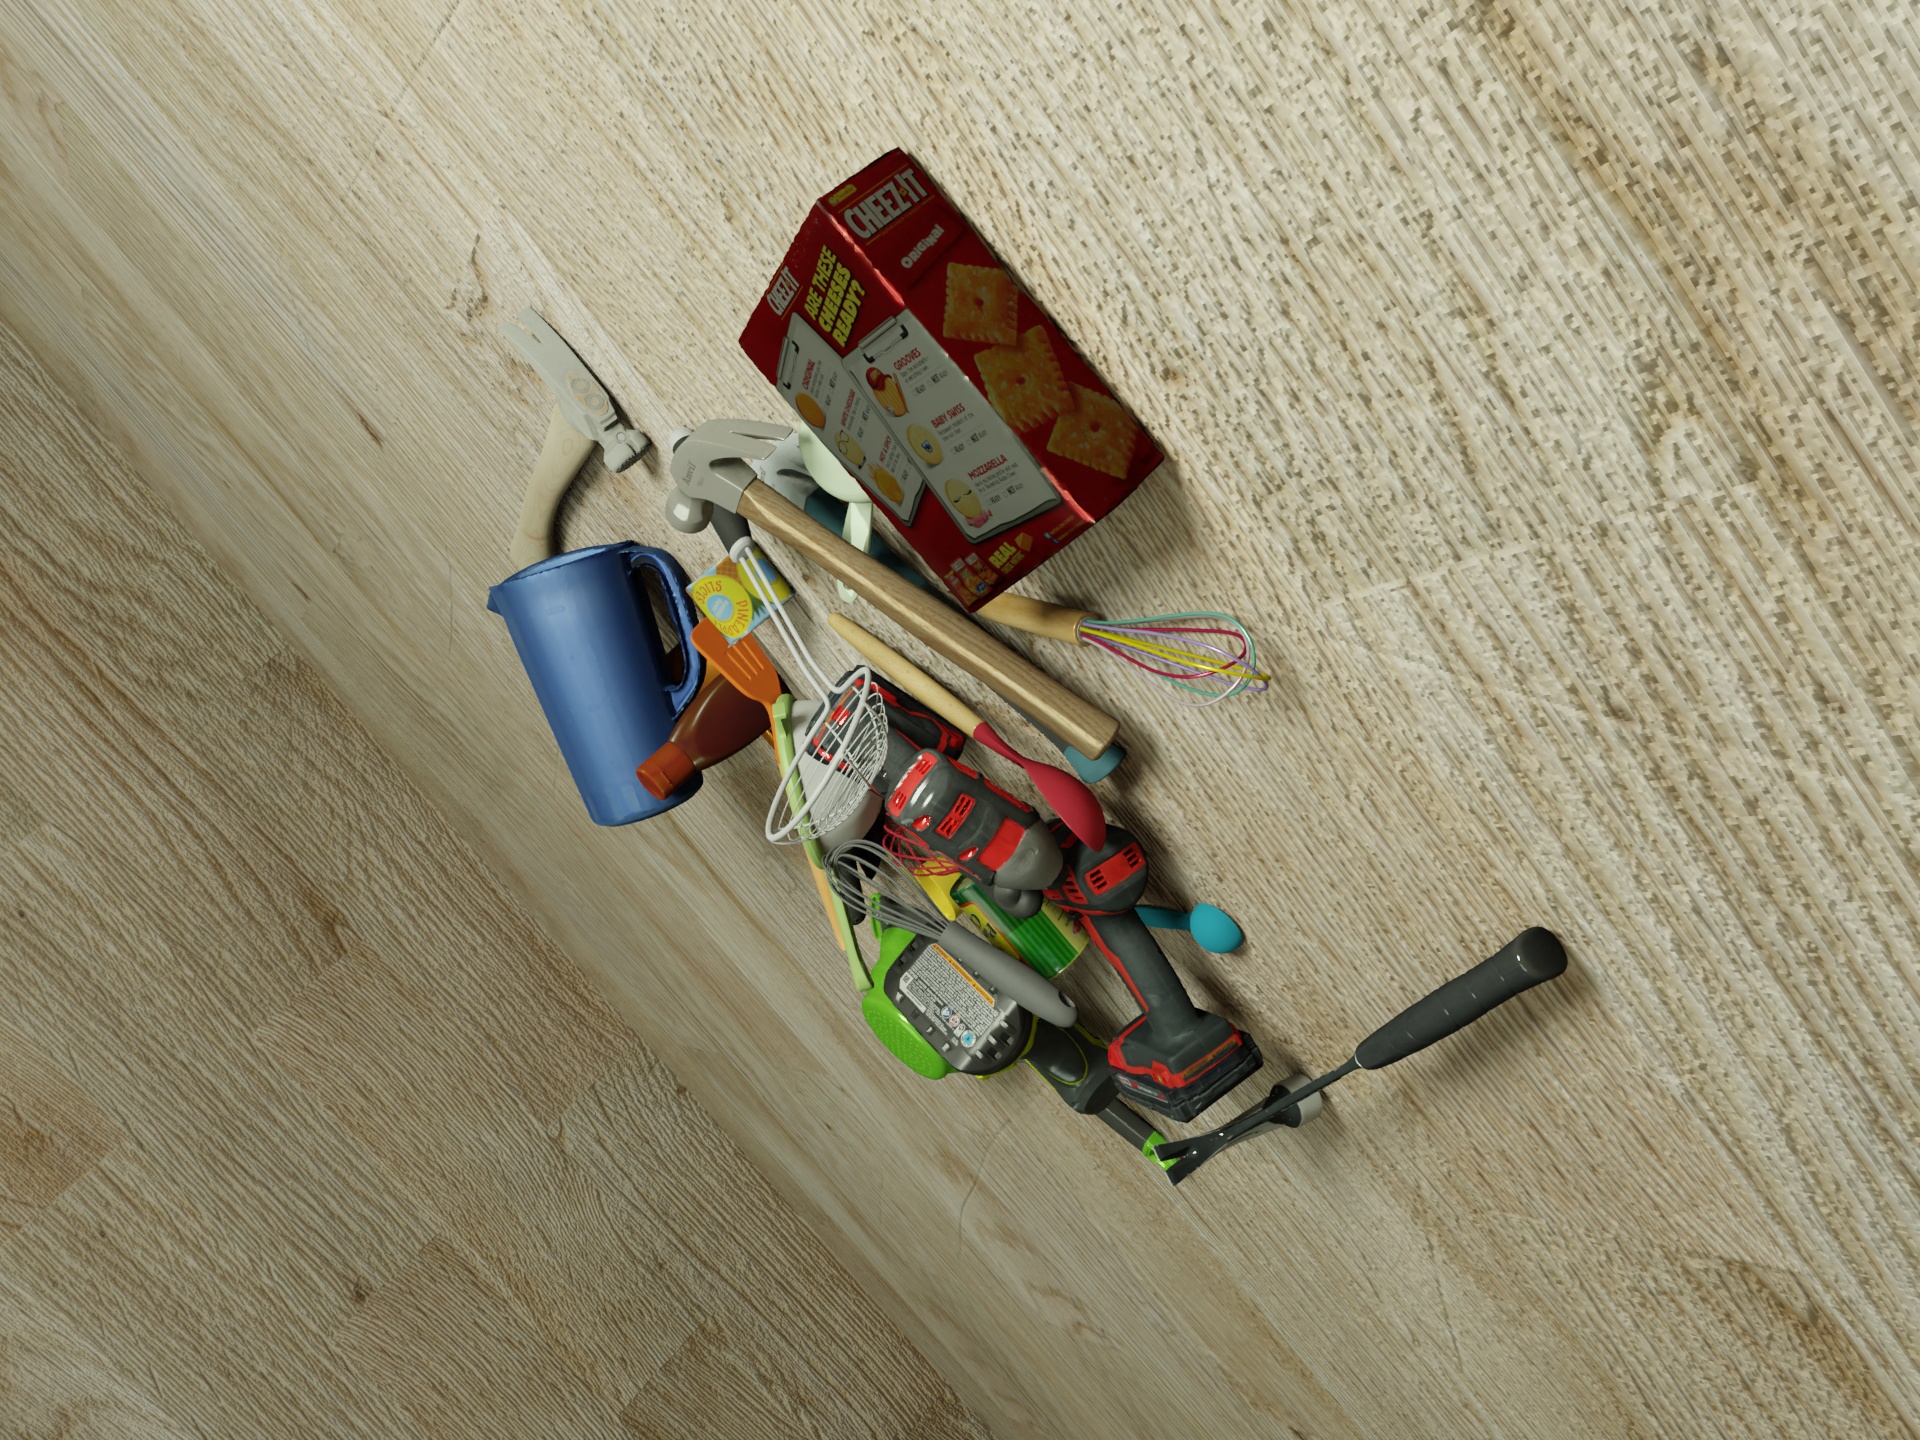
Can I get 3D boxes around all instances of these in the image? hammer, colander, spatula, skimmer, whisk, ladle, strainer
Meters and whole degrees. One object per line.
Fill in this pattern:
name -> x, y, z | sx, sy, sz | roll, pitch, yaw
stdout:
hammer -> -0.019, -0.075, 1.091 | 0.331, 0.033, 0.128 | 42, 156, 8
colander -> 0.031, 0.332, 1.549 | 0.397, 0.094, 0.204 | 36, 153, 21
hammer -> -0.041, -0.080, 1.009 | 0.331, 0.031, 0.130 | 34, 150, 0
spatula -> -0.069, 0.071, 1.404 | 0.060, 0.018, 0.315 | 62, 158, 16
spatula -> -0.152, 0.057, 1.378 | 0.041, 0.081, 0.322 | -9, 109, 22
skimmer -> -0.148, -0.077, 1.091 | 0.127, 0.090, 0.364 | -50, 56, 32
whisk -> 0.088, -0.052, 0.949 | 0.245, 0.047, 0.051 | 20, 130, 50
ladle -> -0.002, -0.004, 1.138 | 0.316, 0.031, 0.069 | 38, -179, 38
whisk -> 0.002, 0.106, 1.231 | 0.073, 0.073, 0.296 | 55, 169, -18
hammer -> 0.253, 0.218, 1.021 | 0.036, 0.149, 0.408 | 63, 153, 19
strainer -> -0.089, 0.095, 1.324 | 0.151, 0.069, 0.256 | -12, -93, -87
whisk -> -0.009, 0.165, 1.231 | 0.239, 0.055, 0.055 | 33, 152, 16
hammer -> -0.373, -0.221, 1.423 | 0.146, 0.038, 0.410 | 50, 155, -4

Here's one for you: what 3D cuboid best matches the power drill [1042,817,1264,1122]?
power drill -> 0.112, 0.172, 1.184 | 0.226, 0.080, 0.188 | 61, 162, -9

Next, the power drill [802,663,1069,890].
power drill -> -0.015, 0.048, 1.116 | 0.143, 0.078, 0.220 | 34, -178, -31

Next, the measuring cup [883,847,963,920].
measuring cup -> -0.036, 0.134, 1.453 | 0.157, 0.029, 0.062 | 29, 149, 57

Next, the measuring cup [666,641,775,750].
measuring cup -> -0.225, 0.003, 1.505 | 0.174, 0.052, 0.095 | 45, 155, 7

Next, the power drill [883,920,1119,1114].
power drill -> 0.031, 0.247, 1.368 | 0.191, 0.080, 0.228 | 41, -177, 33

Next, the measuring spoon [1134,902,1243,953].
measuring spoon -> 0.157, 0.153, 1.170 | 0.042, 0.021, 0.129 | 54, 155, -17

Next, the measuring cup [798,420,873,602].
measuring cup -> -0.071, -0.137, 1.014 | 0.083, 0.038, 0.167 | 24, 131, 16
